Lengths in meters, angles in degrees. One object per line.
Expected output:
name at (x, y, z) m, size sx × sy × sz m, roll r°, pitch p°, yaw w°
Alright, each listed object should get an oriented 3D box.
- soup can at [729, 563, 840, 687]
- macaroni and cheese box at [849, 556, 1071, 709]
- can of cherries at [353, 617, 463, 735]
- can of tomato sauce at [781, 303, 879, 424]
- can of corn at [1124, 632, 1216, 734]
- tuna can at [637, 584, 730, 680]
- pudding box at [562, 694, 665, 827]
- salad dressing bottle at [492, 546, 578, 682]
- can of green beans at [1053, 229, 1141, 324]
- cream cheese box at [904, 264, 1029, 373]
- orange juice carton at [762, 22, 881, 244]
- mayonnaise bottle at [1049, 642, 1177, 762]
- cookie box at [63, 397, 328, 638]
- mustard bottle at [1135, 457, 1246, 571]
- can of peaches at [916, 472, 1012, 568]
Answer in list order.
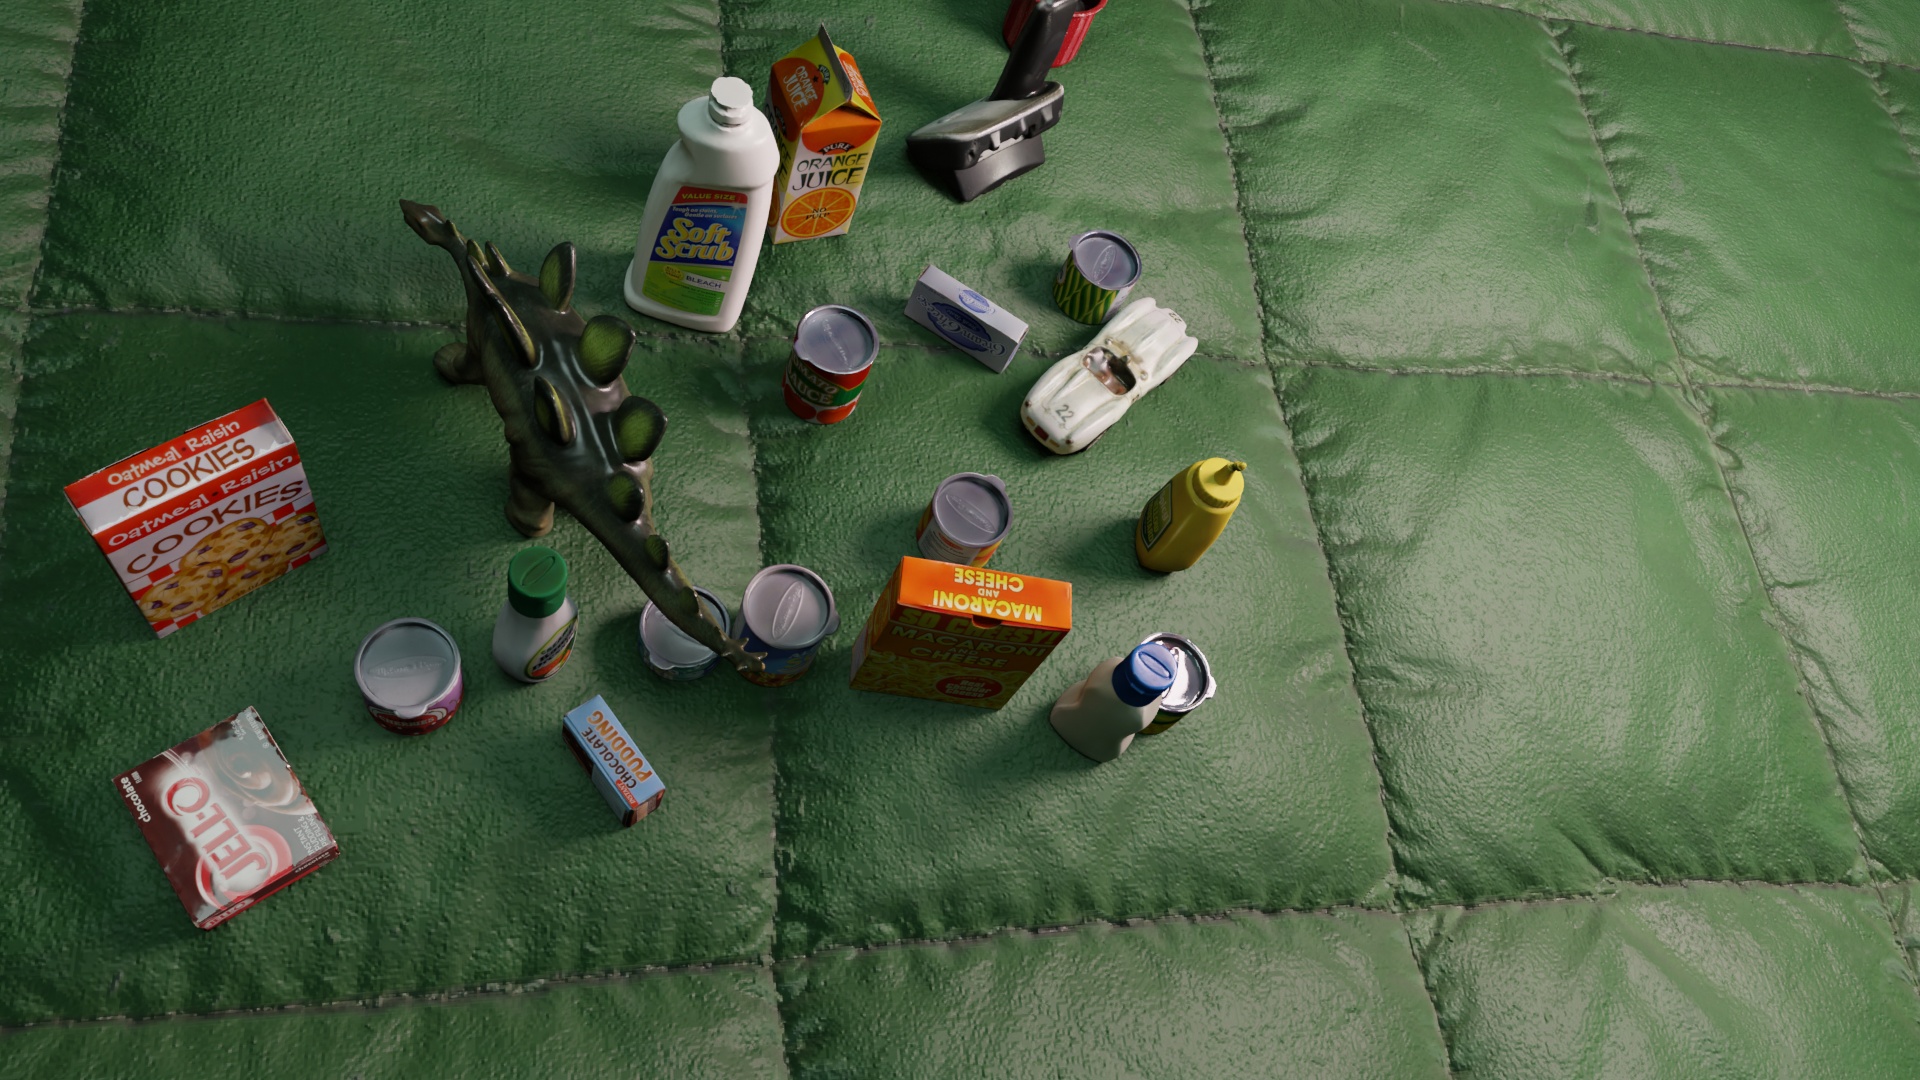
soup can at (-0.130, 0.065, 1.021) m, size 0.071 × 0.083 × 0.071 m, roll 7°, pitch 63°, yaw -14°
macaroni and cheese box at (-0.003, 0.072, 1.008) m, size 0.124 × 0.165 × 0.040 m, roll 9°, pitch 62°, yaw -12°
can of cherries at (-0.374, 0.096, 0.945) m, size 0.071 × 0.058 × 0.072 m, roll 7°, pitch 63°, yaw -14°
can of tomato sauce at (-0.109, -0.141, 1.131) m, size 0.071 × 0.082 × 0.071 m, roll 7°, pitch 63°, yaw -14°
can of corn at (0.158, 0.115, 1.098) m, size 0.071 × 0.058 × 0.071 m, roll 7°, pitch 63°, yaw -14°
tuna can at (-0.206, 0.070, 1.024) m, size 0.071 × 0.032 × 0.071 m, roll 7°, pitch 63°, yaw -14°
pudding box at (-0.241, 0.153, 0.962) m, size 0.030 × 0.049 × 0.084 m, roll -33°, pitch 77°, yaw -28°
salad dressing bottle at (-0.288, 0.050, 0.943) m, size 0.044 × 0.147 × 0.064 m, roll 39°, pitch 60°, yaw 4°
can of green beans at (0.124, -0.239, 1.266) m, size 0.071 × 0.057 × 0.071 m, roll 7°, pitch 63°, yaw -14°
cream cheese box at (0.005, -0.192, 1.209) m, size 0.104 × 0.053 × 0.024 m, roll 32°, pitch 60°, yaw 0°
orange juice carton at (-0.121, -0.337, 1.163) m, size 0.073 × 0.191 × 0.072 m, roll -14°, pitch 69°, yaw -23°
mayonnaise bottle at (0.117, 0.118, 1.032) m, size 0.065 × 0.147 × 0.041 m, roll 38°, pitch 60°, yaw 3°
cookie box at (-0.489, -0.012, 0.902) m, size 0.123 × 0.166 × 0.040 m, roll -34°, pitch 78°, yaw -28°
mustard bottle at (0.190, -0.029, 1.121) m, size 0.049 × 0.159 × 0.065 m, roll 9°, pitch 62°, yaw -12°
can of peaches at (0.004, -0.014, 1.116) m, size 0.071 × 0.057 × 0.071 m, roll 7°, pitch 63°, yaw -14°
